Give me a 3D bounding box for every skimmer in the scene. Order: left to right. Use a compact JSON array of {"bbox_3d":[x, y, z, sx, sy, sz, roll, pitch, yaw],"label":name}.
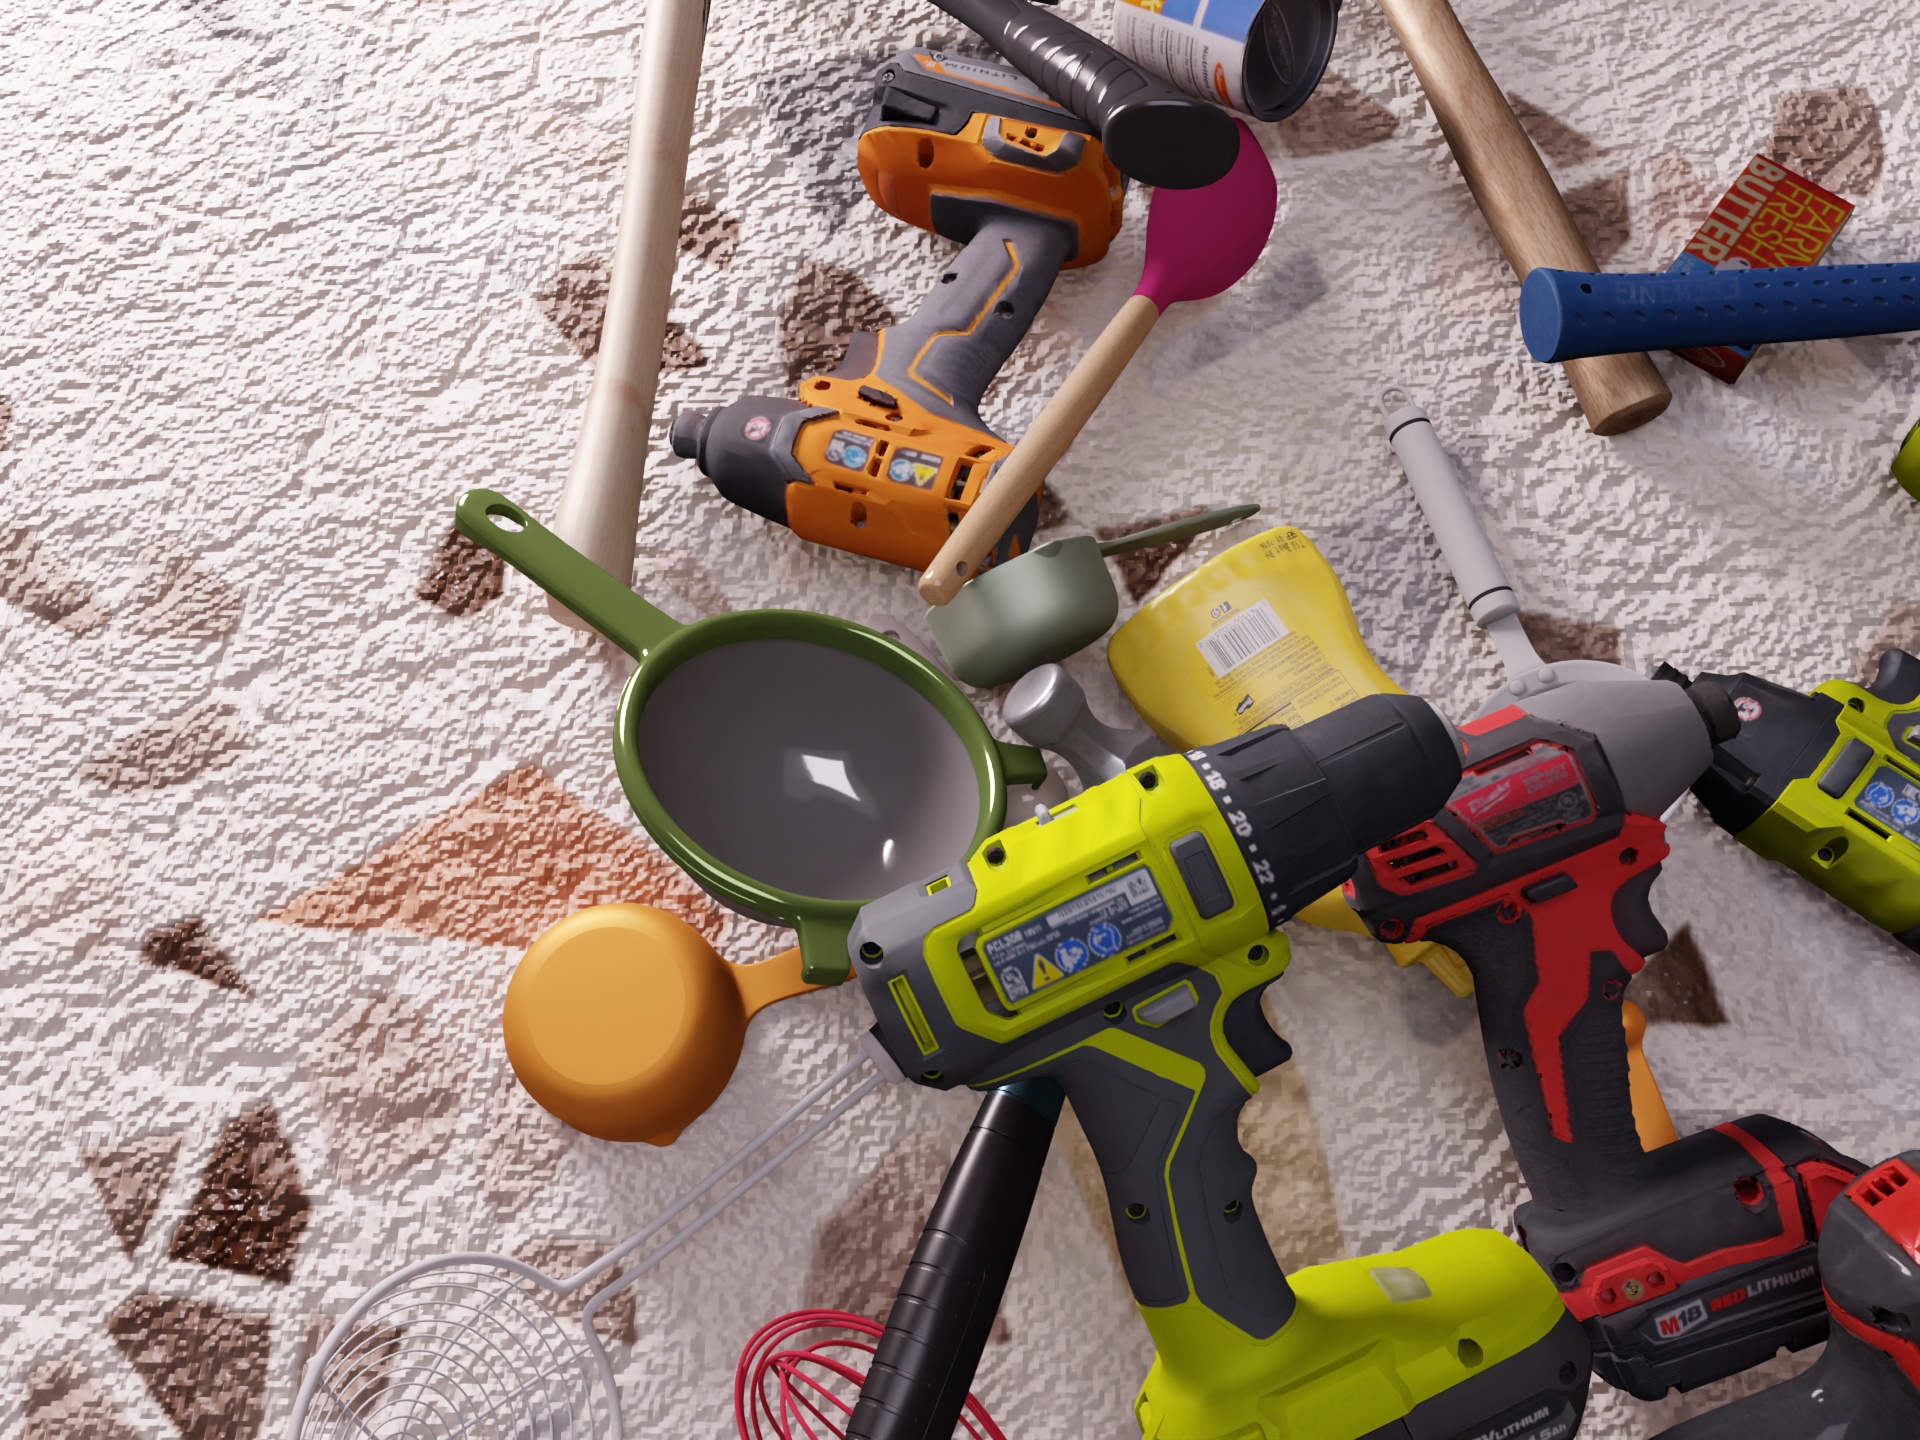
[{"bbox_3d":[-0.066,0.167,0.563,0.363,0.090,0.127,-38,104,-14],"label":"skimmer"}]

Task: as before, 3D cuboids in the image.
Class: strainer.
[{"bbox_3d":[-0.104,0.002,0.625,0.256,0.069,0.151,36,44,13],"label":"strainer"},{"bbox_3d":[0.225,-0.039,0.655,0.087,0.050,0.259,-24,62,15],"label":"strainer"}]

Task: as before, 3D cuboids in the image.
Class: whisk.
[{"bbox_3d":[0.042,0.303,0.523,0.296,0.073,0.073,38,75,10],"label":"whisk"}]

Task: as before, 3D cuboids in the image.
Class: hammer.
[{"bbox_3d":[-0.138,-0.239,0.730,0.038,0.146,0.411,5,79,6],"label":"hammer"},{"bbox_3d":[0.014,0.144,0.536,0.128,0.033,0.331,40,57,-23],"label":"hammer"},{"bbox_3d":[0.030,-0.295,0.678,0.146,0.035,0.335,-7,38,-20],"label":"hammer"},{"bbox_3d":[0.238,-0.279,0.741,0.130,0.031,0.331,-24,73,13],"label":"hammer"},{"bbox_3d":[0.443,-0.180,0.679,0.405,0.035,0.144,-5,68,-5],"label":"hammer"}]

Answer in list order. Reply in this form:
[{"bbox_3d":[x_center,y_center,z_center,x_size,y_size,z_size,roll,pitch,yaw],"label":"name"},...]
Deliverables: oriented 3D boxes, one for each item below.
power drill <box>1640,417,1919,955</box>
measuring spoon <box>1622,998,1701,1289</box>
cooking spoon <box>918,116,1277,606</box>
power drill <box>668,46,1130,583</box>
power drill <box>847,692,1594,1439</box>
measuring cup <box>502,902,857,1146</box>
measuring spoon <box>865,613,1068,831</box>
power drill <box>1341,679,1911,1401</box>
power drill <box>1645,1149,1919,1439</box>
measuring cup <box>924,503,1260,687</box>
[{"bbox_3d":[0.390,-0.029,0.624,0.171,0.080,0.223,37,78,17],"label":"power drill"},{"bbox_3d":[0.260,0.160,0.589,0.021,0.011,0.117,-9,69,0],"label":"measuring spoon"},{"bbox_3d":[0.067,-0.158,0.671,0.017,0.068,0.319,-5,41,47],"label":"cooking spoon"},{"bbox_3d":[-0.023,-0.179,0.703,0.164,0.084,0.226,15,74,10],"label":"power drill"},{"bbox_3d":[0.096,0.117,0.485,0.190,0.080,0.228,-25,93,-1],"label":"power drill"},{"bbox_3d":[-0.090,0.100,0.610,0.173,0.052,0.095,-19,69,-3],"label":"measuring cup"},{"bbox_3d":[-0.001,-0.002,0.664,0.034,0.018,0.124,-37,71,-11],"label":"measuring spoon"},{"bbox_3d":[0.226,0.096,0.539,0.143,0.078,0.220,-24,87,6],"label":"power drill"},{"bbox_3d":[0.260,0.255,0.476,0.226,0.080,0.187,-38,104,7],"label":"power drill"},{"bbox_3d":[0.065,-0.054,0.659,0.167,0.083,0.038,-19,82,-26],"label":"measuring cup"}]
